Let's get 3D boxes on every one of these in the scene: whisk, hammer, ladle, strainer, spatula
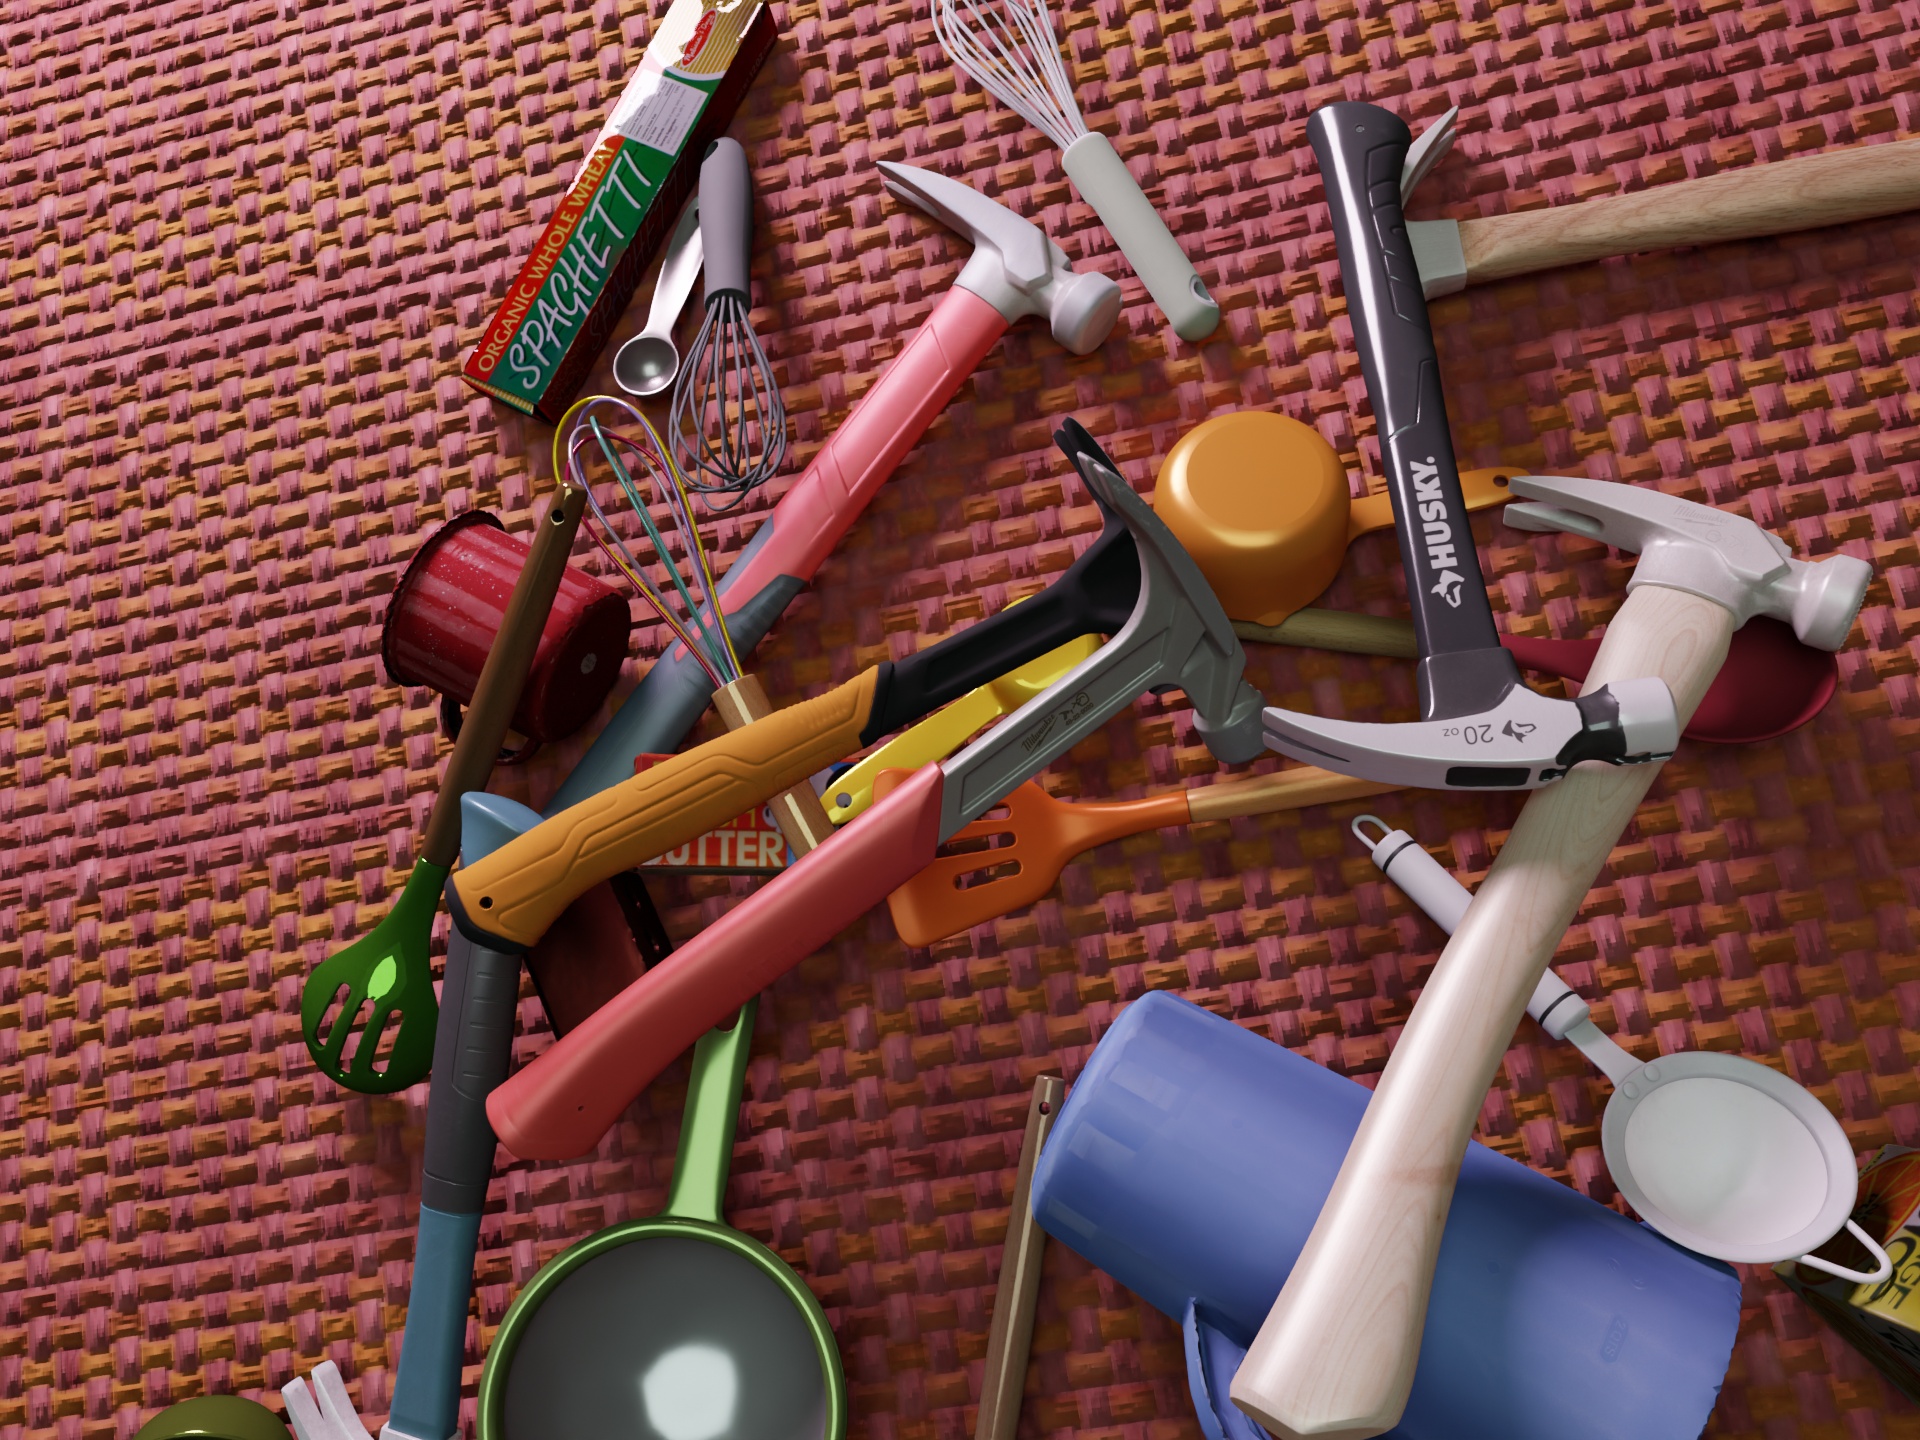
[{"bbox_3d":[0.055,-0.285,0.781,0.059,0.057,0.246,-40,74,36],"label":"whisk"},{"bbox_3d":[-0.045,0.052,0.644,0.359,0.037,0.149,-36,117,0],"label":"hammer"},{"bbox_3d":[-0.245,0.420,0.672,0.320,0.062,0.078,47,111,13],"label":"ladle"},{"bbox_3d":[0.201,0.069,0.596,0.146,0.038,0.411,23,64,26],"label":"hammer"},{"bbox_3d":[0.247,0.123,0.630,0.087,0.050,0.259,-29,54,-17],"label":"strainer"},{"bbox_3d":[0.124,0.034,0.695,0.322,0.041,0.081,-11,83,7],"label":"spatula"},{"bbox_3d":[-0.113,0.235,0.682,0.151,0.069,0.256,6,74,5],"label":"strainer"},{"bbox_3d":[0.343,-0.234,0.719,0.331,0.031,0.130,-8,77,8],"label":"hammer"},{"bbox_3d":[-0.061,-0.003,0.674,0.337,0.034,0.127,-28,91,-9],"label":"hammer"},{"bbox_3d":[0.181,-0.127,0.662,0.146,0.035,0.335,-7,64,8],"label":"hammer"},{"bbox_3d":[-0.093,-0.092,0.766,0.143,0.038,0.386,37,86,17],"label":"hammer"},{"bbox_3d":[-0.113,-0.199,0.768,0.055,0.055,0.239,-11,58,8],"label":"whisk"},{"bbox_3d":[-0.218,0.197,0.692,0.128,0.033,0.331,9,93,15],"label":"hammer"},{"bbox_3d":[-0.114,-0.033,0.706,0.047,0.051,0.245,-27,87,-15],"label":"whisk"},{"bbox_3d":[0.210,-0.034,0.701,0.315,0.031,0.069,8,61,14],"label":"ladle"},{"bbox_3d":[0.015,0.309,0.666,0.060,0.018,0.316,8,80,9],"label":"spatula"}]

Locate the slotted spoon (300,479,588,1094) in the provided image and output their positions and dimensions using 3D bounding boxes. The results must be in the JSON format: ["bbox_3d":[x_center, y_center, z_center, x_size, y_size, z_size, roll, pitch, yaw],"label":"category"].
[{"bbox_3d":[-0.228,0.038,0.710,0.070,0.031,0.313,25,103,1],"label":"slotted spoon"}]

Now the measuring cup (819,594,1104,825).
[{"bbox_3d":[-0.001,-0.002,0.718,0.156,0.029,0.062,-35,78,-11],"label":"measuring cup"}]

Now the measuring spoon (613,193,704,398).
[{"bbox_3d":[-0.145,-0.218,0.819,0.034,0.018,0.124,13,73,11],"label":"measuring spoon"}]

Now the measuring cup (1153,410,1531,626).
[{"bbox_3d":[0.170,-0.103,0.704,0.173,0.052,0.095,-12,61,3],"label":"measuring cup"}]
